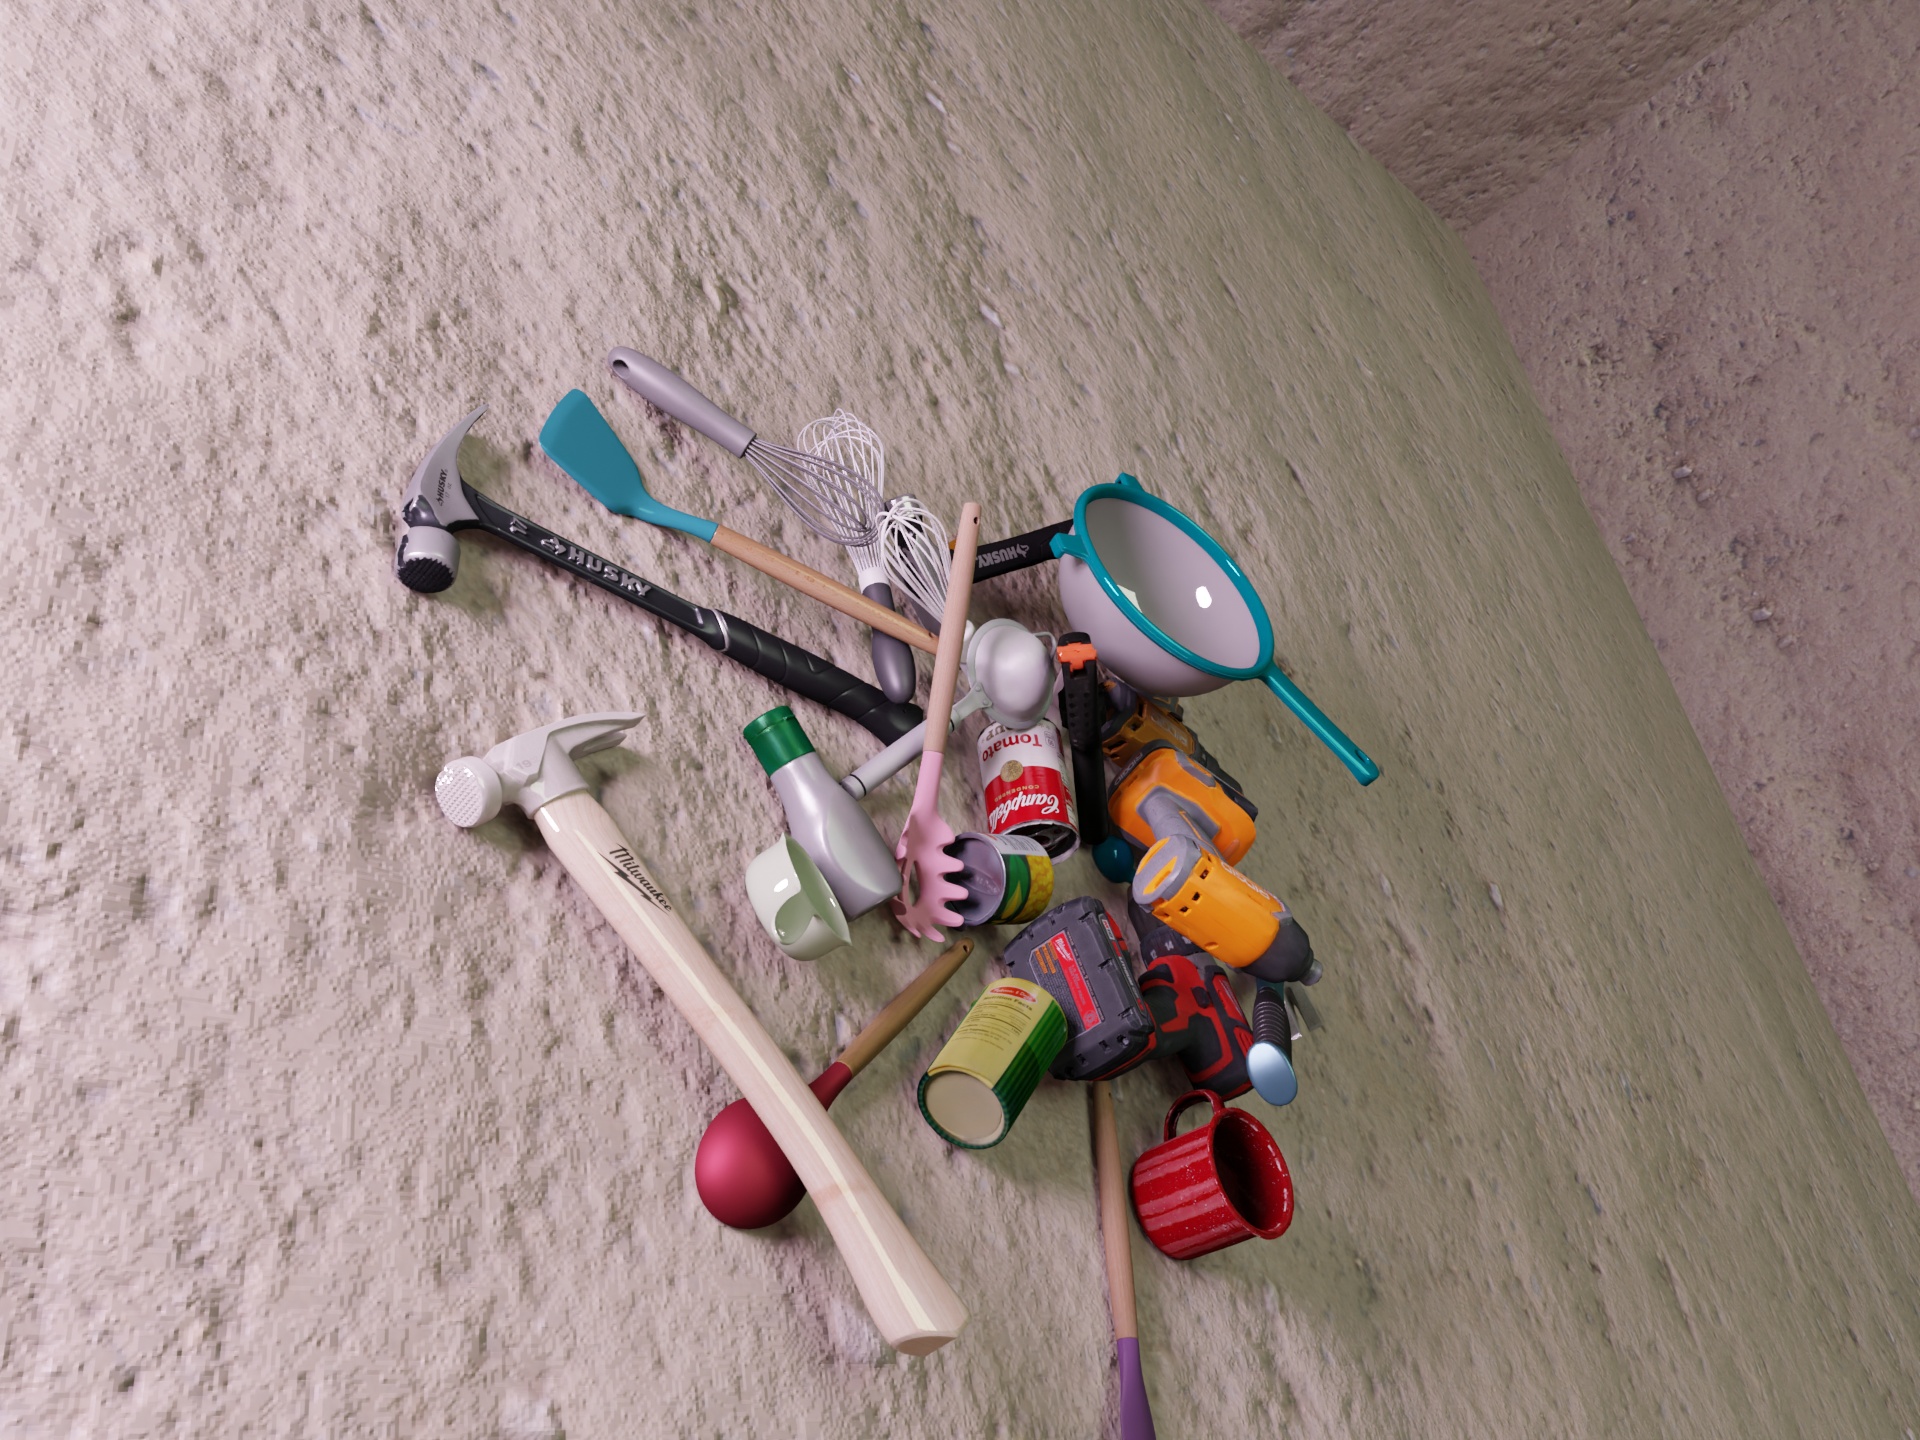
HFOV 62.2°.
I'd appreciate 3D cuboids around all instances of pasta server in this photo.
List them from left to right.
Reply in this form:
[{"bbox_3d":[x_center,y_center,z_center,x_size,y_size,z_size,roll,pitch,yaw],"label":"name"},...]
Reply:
[{"bbox_3d":[-0.010,-0.004,1.121,0.060,0.040,0.316,19,75,-41],"label":"pasta server"}]

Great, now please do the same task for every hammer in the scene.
[{"bbox_3d":[-0.182,-0.072,1.075,0.408,0.036,0.149,27,42,-36],"label":"hammer"},{"bbox_3d":[-0.125,0.170,0.897,0.411,0.038,0.146,52,32,8],"label":"hammer"},{"bbox_3d":[0.073,-0.147,1.384,0.334,0.035,0.146,-21,89,-45],"label":"hammer"},{"bbox_3d":[0.242,0.224,1.247,0.128,0.033,0.331,60,13,-1],"label":"hammer"}]

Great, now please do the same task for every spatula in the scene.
[{"bbox_3d":[-0.146,-0.126,1.117,0.317,0.044,0.082,26,37,-11],"label":"spatula"},{"bbox_3d":[0.109,0.387,1.057,0.059,0.018,0.316,47,30,-45],"label":"spatula"}]

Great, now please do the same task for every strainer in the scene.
[{"bbox_3d":[-0.002,-0.004,1.168,0.258,0.050,0.087,-36,101,-32],"label":"strainer"},{"bbox_3d":[0.202,-0.049,1.339,0.340,0.095,0.211,44,34,-1],"label":"strainer"}]

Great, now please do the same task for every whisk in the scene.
[{"bbox_3d":[-0.157,-0.205,1.172,0.239,0.055,0.055,33,37,-4],"label":"whisk"},{"bbox_3d":[-0.071,-0.130,1.218,0.070,0.070,0.285,18,45,-42],"label":"whisk"},{"bbox_3d":[-0.005,-0.073,1.214,0.059,0.058,0.246,-57,139,-26],"label":"whisk"}]

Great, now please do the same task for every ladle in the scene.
[{"bbox_3d":[-0.062,0.208,0.994,0.069,0.031,0.315,55,32,-1],"label":"ladle"}]

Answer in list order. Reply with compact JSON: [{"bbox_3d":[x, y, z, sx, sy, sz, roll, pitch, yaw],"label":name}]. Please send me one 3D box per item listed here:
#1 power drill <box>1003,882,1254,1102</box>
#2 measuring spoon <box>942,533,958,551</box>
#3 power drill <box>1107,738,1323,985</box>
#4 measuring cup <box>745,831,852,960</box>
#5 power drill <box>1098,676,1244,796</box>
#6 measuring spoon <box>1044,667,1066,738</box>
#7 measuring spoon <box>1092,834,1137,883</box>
[{"bbox_3d":[0.132,0.190,1.195,0.226,0.080,0.188,20,41,-50],"label":"power drill"},{"bbox_3d":[-0.016,-0.136,1.356,0.021,0.011,0.117,51,38,-7],"label":"measuring spoon"},{"bbox_3d":[0.201,0.118,1.255,0.164,0.084,0.227,35,17,-16],"label":"power drill"},{"bbox_3d":[-0.107,0.117,0.945,0.083,0.038,0.167,59,6,-2],"label":"measuring cup"},{"bbox_3d":[0.194,-0.027,1.460,0.185,0.084,0.226,35,43,-27],"label":"power drill"},{"bbox_3d":[0.092,-0.024,1.383,0.034,0.018,0.124,46,35,-13],"label":"measuring spoon"},{"bbox_3d":[0.162,0.135,1.331,0.128,0.021,0.042,36,38,-23],"label":"measuring spoon"}]
